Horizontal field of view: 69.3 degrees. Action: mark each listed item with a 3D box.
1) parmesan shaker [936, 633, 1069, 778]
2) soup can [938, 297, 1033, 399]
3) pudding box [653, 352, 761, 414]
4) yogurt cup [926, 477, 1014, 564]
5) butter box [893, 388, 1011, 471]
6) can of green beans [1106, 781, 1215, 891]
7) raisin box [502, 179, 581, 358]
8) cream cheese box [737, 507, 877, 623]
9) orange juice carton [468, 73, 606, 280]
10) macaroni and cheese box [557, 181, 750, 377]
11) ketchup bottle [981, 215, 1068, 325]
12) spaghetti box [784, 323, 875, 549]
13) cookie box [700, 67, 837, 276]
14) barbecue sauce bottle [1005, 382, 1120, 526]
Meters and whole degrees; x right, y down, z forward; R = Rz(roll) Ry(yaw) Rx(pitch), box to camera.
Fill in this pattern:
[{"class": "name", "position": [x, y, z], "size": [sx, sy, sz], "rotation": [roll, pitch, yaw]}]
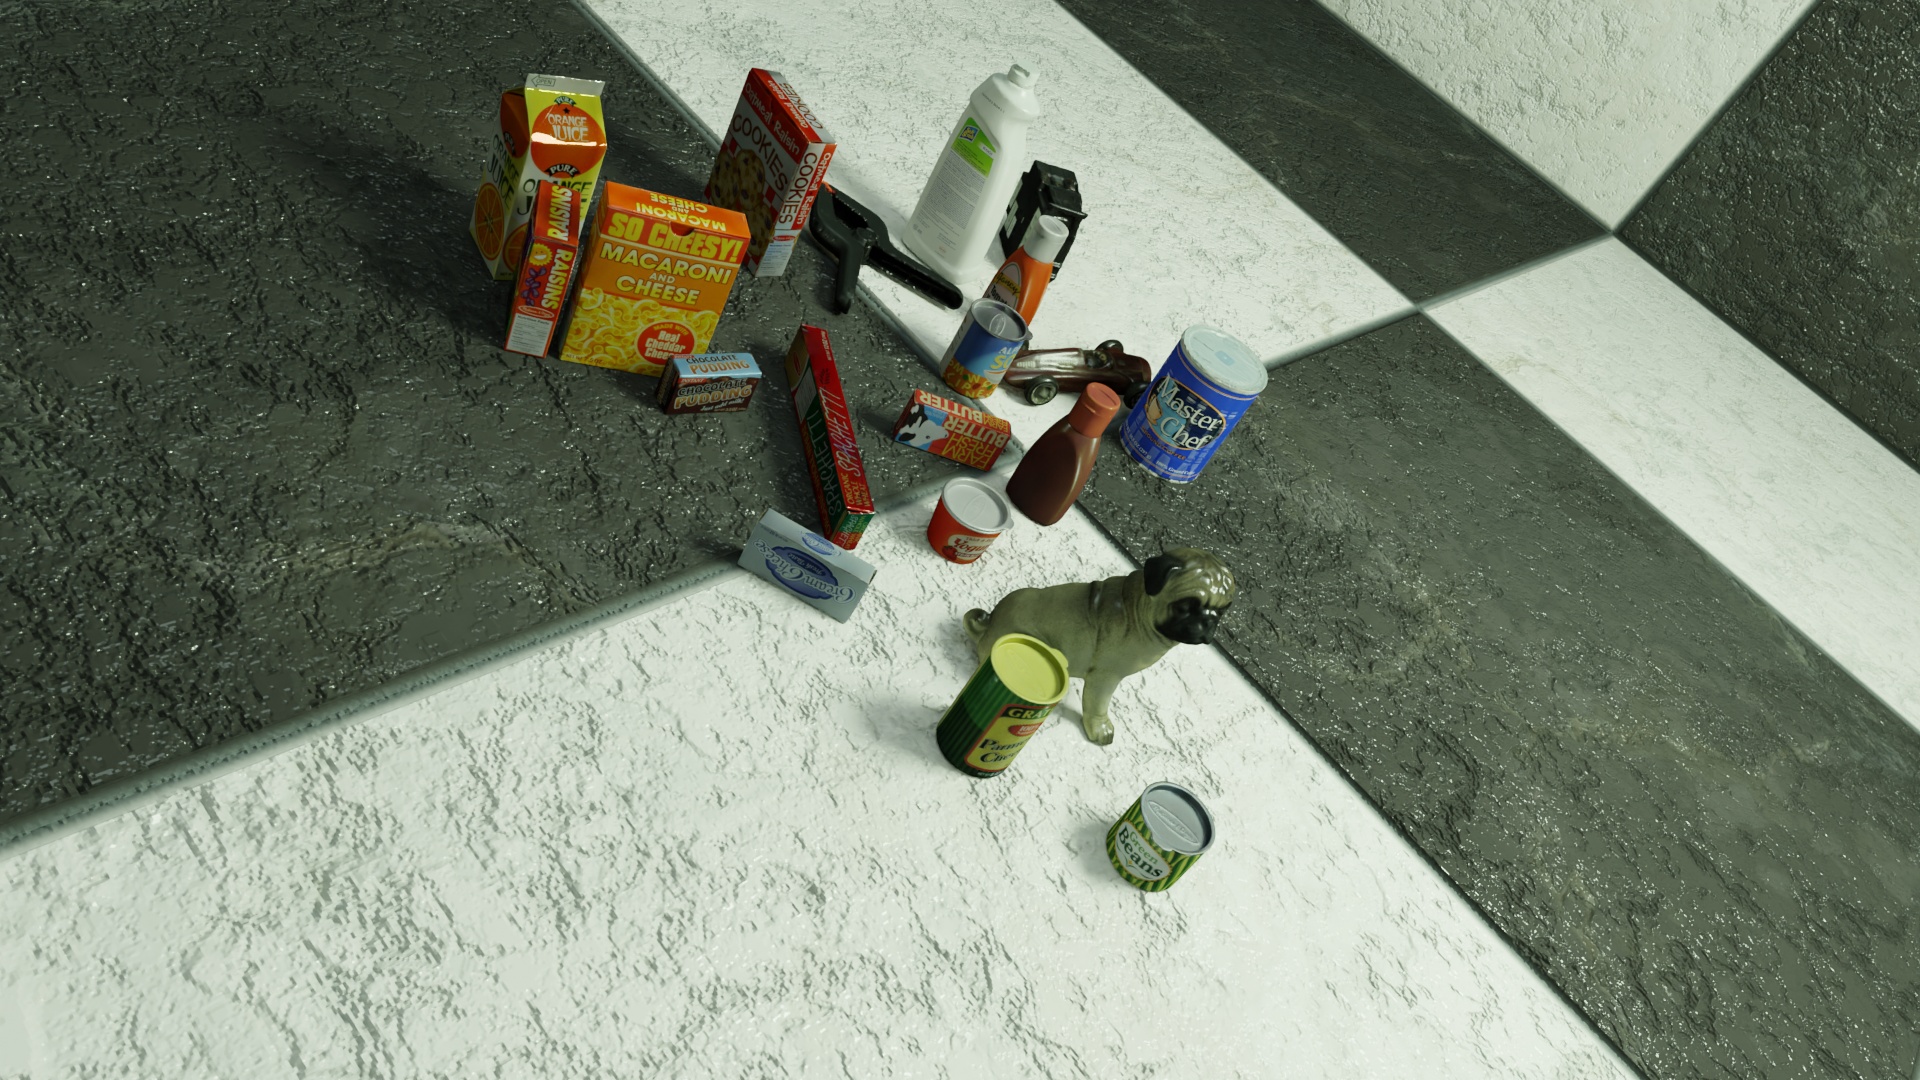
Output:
[{"class": "parmesan shaker", "position": [0.034, 0.129, 1.077], "size": [0.071, 0.102, 0.072], "rotation": [19, 40, -16]}, {"class": "soup can", "position": [0.026, -0.197, 1.442], "size": [0.071, 0.083, 0.072], "rotation": [19, 40, -16]}, {"class": "pudding box", "position": [-0.225, -0.141, 1.241], "size": [0.084, 0.049, 0.030], "rotation": [-7, 52, -39]}, {"class": "yogurt cup", "position": [0.004, -0.016, 1.255], "size": [0.072, 0.053, 0.073], "rotation": [19, 40, -16]}, {"class": "butter box", "position": [-0.008, -0.106, 1.346], "size": [0.103, 0.052, 0.024], "rotation": [18, 40, -17]}, {"class": "can of green beans", "position": [0.156, 0.231, 1.084], "size": [0.071, 0.057, 0.071], "rotation": [19, 40, -16]}, {"class": "raisin box", "position": [-0.359, -0.232, 1.191], "size": [0.040, 0.122, 0.086], "rotation": [13, 42, -23]}, {"class": "cream cheese box", "position": [-0.125, 0.021, 1.129], "size": [0.104, 0.053, 0.024], "rotation": [29, 38, -3]}, {"class": "orange juice carton", "position": [-0.371, -0.327, 1.230], "size": [0.072, 0.191, 0.073], "rotation": [-8, 53, -39]}, {"class": "macaroni and cheese box", "position": [-0.267, -0.219, 1.203], "size": [0.124, 0.165, 0.040], "rotation": [7, 44, -28]}, {"class": "ketchup bottle", "position": [0.069, -0.284, 1.514], "size": [0.044, 0.148, 0.065], "rotation": [-9, 53, -40]}, {"class": "spaghetti box", "position": [-0.122, -0.098, 1.263], "size": [0.029, 0.050, 0.251], "rotation": [8, 44, -27]}, {"class": "cookie box", "position": [-0.199, -0.374, 1.417], "size": [0.040, 0.166, 0.123], "rotation": [-11, 55, -41]}, {"class": "barbecue sauce bottle", "position": [0.100, -0.084, 1.317], "size": [0.065, 0.147, 0.044], "rotation": [42, 39, 13]}]
